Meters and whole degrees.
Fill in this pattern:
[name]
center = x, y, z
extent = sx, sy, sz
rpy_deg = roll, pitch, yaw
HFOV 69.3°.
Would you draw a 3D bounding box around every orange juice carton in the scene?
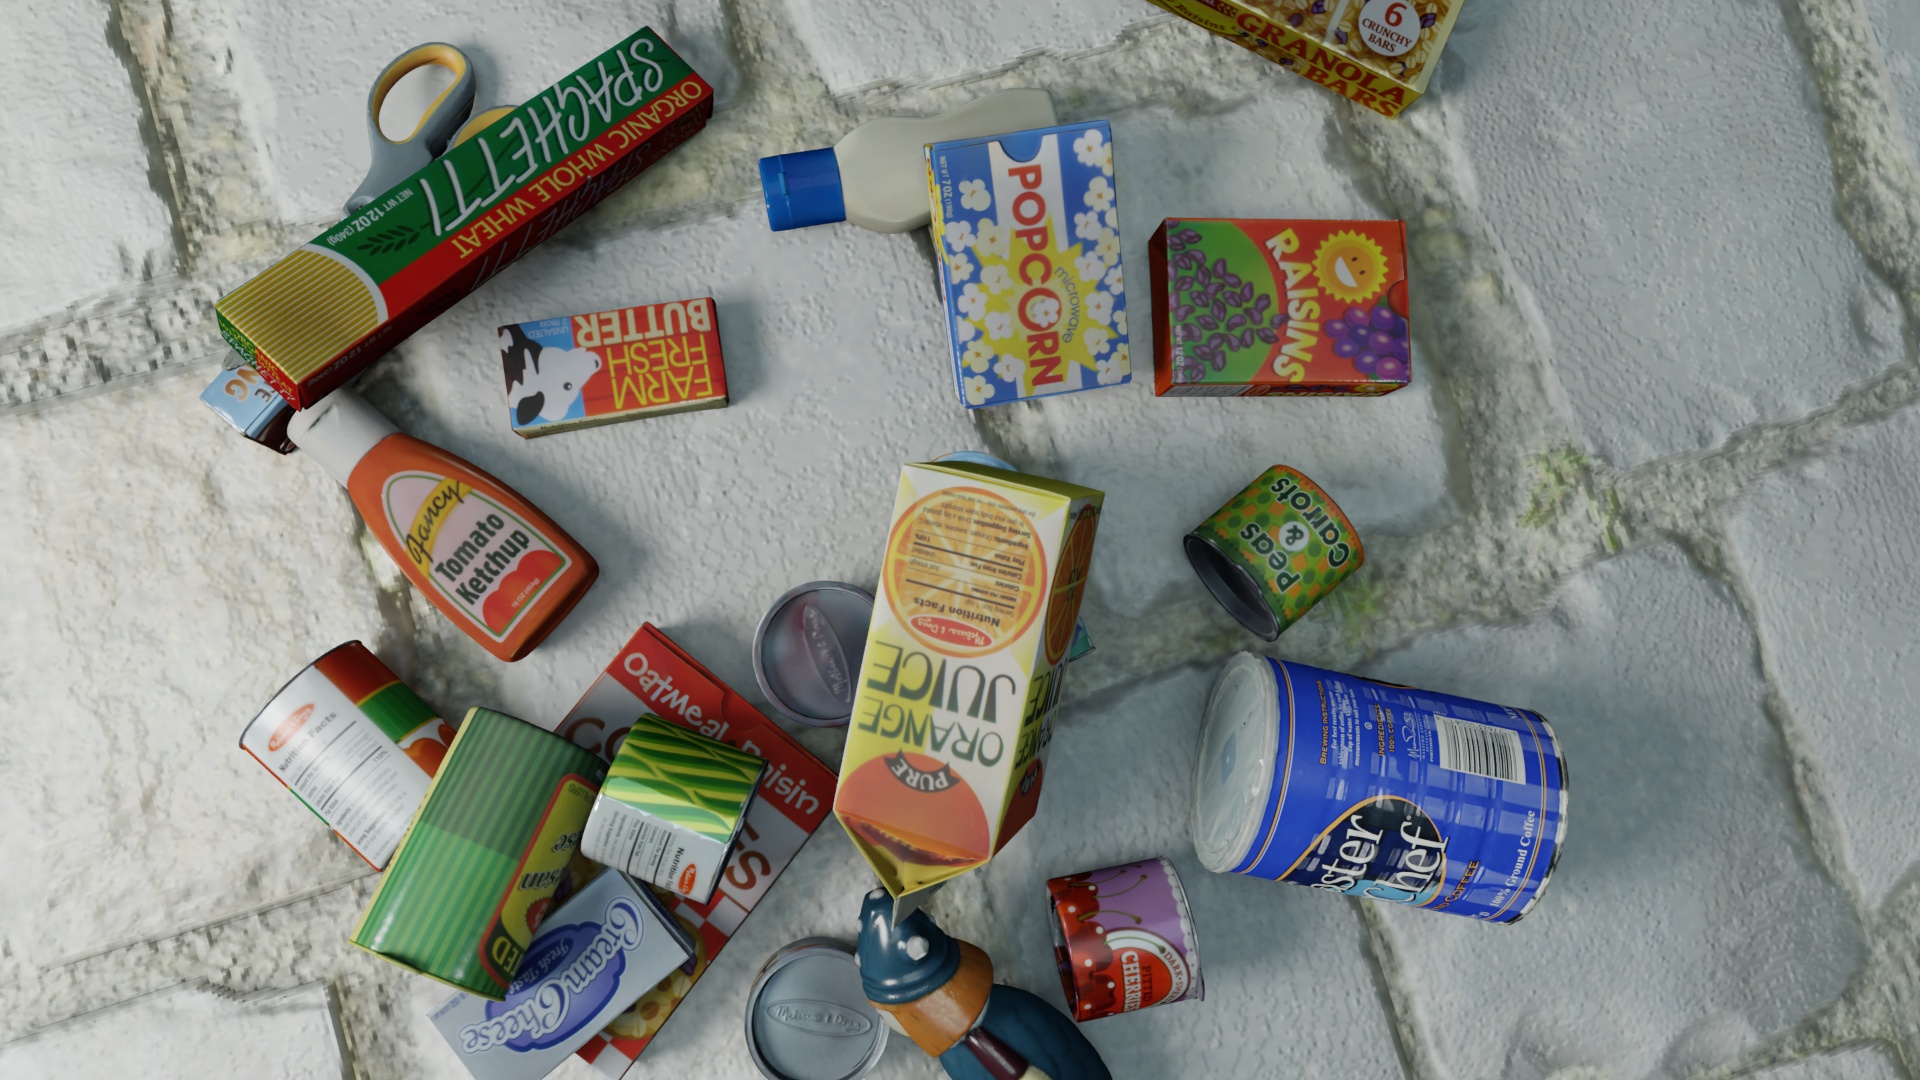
[orange juice carton]
center = 0.001, 0.066, 0.590
extent = 0.073, 0.072, 0.192
rpy_deg = 14, 97, 16

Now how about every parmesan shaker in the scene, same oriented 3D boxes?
[parmesan shaker]
center = -0.196, 0.128, 0.572
extent = 0.071, 0.071, 0.103
rpy_deg = 23, 70, -3

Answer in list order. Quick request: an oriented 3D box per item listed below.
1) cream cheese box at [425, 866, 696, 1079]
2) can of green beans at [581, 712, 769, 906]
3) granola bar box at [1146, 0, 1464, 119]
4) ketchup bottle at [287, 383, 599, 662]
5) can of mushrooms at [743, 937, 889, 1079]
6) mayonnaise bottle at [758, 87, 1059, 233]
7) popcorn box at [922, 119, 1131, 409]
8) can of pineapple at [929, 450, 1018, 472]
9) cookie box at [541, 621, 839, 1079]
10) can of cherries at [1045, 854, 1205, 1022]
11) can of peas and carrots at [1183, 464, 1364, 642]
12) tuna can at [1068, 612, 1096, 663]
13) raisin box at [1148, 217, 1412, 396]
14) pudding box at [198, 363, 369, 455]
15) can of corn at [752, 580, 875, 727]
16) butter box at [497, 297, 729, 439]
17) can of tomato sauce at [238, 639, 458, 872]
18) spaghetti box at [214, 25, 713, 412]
[cream cheese box]
center = -0.172, 0.191, 0.602
extent = 0.104, 0.024, 0.053
rpy_deg = -39, 90, -7
[can of green beans]
center = -0.121, 0.114, 0.592
extent = 0.058, 0.071, 0.071
rpy_deg = 22, 83, -2
[granola bar box]
center = 0.183, -0.312, 0.722
extent = 0.165, 0.039, 0.124
rpy_deg = 25, 83, -2
[ketchup bottle]
center = -0.244, -0.012, 0.647
extent = 0.149, 0.043, 0.065
rpy_deg = 41, 82, 0
[can of mushrooms]
center = -0.067, 0.222, 0.644
extent = 0.071, 0.033, 0.071
rpy_deg = 1, 84, -6
[mayonnaise bottle]
center = -0.024, -0.182, 0.688
extent = 0.148, 0.041, 0.064
rpy_deg = -10, 92, -5
[popcorn box]
center = 0.033, -0.132, 0.667
extent = 0.085, 0.038, 0.126
rpy_deg = -9, 109, -6
[can of pineapple]
center = 0.002, -0.008, 0.663
extent = 0.071, 0.058, 0.071
rpy_deg = 1, 84, -5
[cookie box]
center = -0.150, 0.141, 0.641
extent = 0.123, 0.040, 0.167
rpy_deg = 39, 82, 0
[can of cherries]
center = 0.075, 0.186, 0.643
extent = 0.058, 0.071, 0.071
rpy_deg = -10, 85, -6
[can of peas and carrots]
center = 0.151, 0.005, 0.669
extent = 0.059, 0.071, 0.071
rpy_deg = -39, 89, -8
[tuna can]
center = 0.025, 0.050, 0.654
extent = 0.071, 0.071, 0.033
rpy_deg = -23, 86, -7
[raisin box]
center = 0.160, -0.117, 0.699
extent = 0.123, 0.040, 0.086
rpy_deg = 0, 83, -6
[pudding box]
center = -0.305, -0.083, 0.645
extent = 0.030, 0.049, 0.084
rpy_deg = 38, 82, 1
[can of corn]
center = -0.060, 0.052, 0.650
extent = 0.071, 0.058, 0.071
rpy_deg = 1, 84, -5
[butter box]
center = -0.166, -0.084, 0.672
extent = 0.103, 0.024, 0.053
rpy_deg = -10, 86, -6
[can of tomato sauce]
center = -0.264, 0.096, 0.624
extent = 0.083, 0.071, 0.071
rpy_deg = 43, 82, -1
[spaghetti box]
center = -0.215, -0.154, 0.632
extent = 0.050, 0.028, 0.251
rpy_deg = 44, 62, 0
